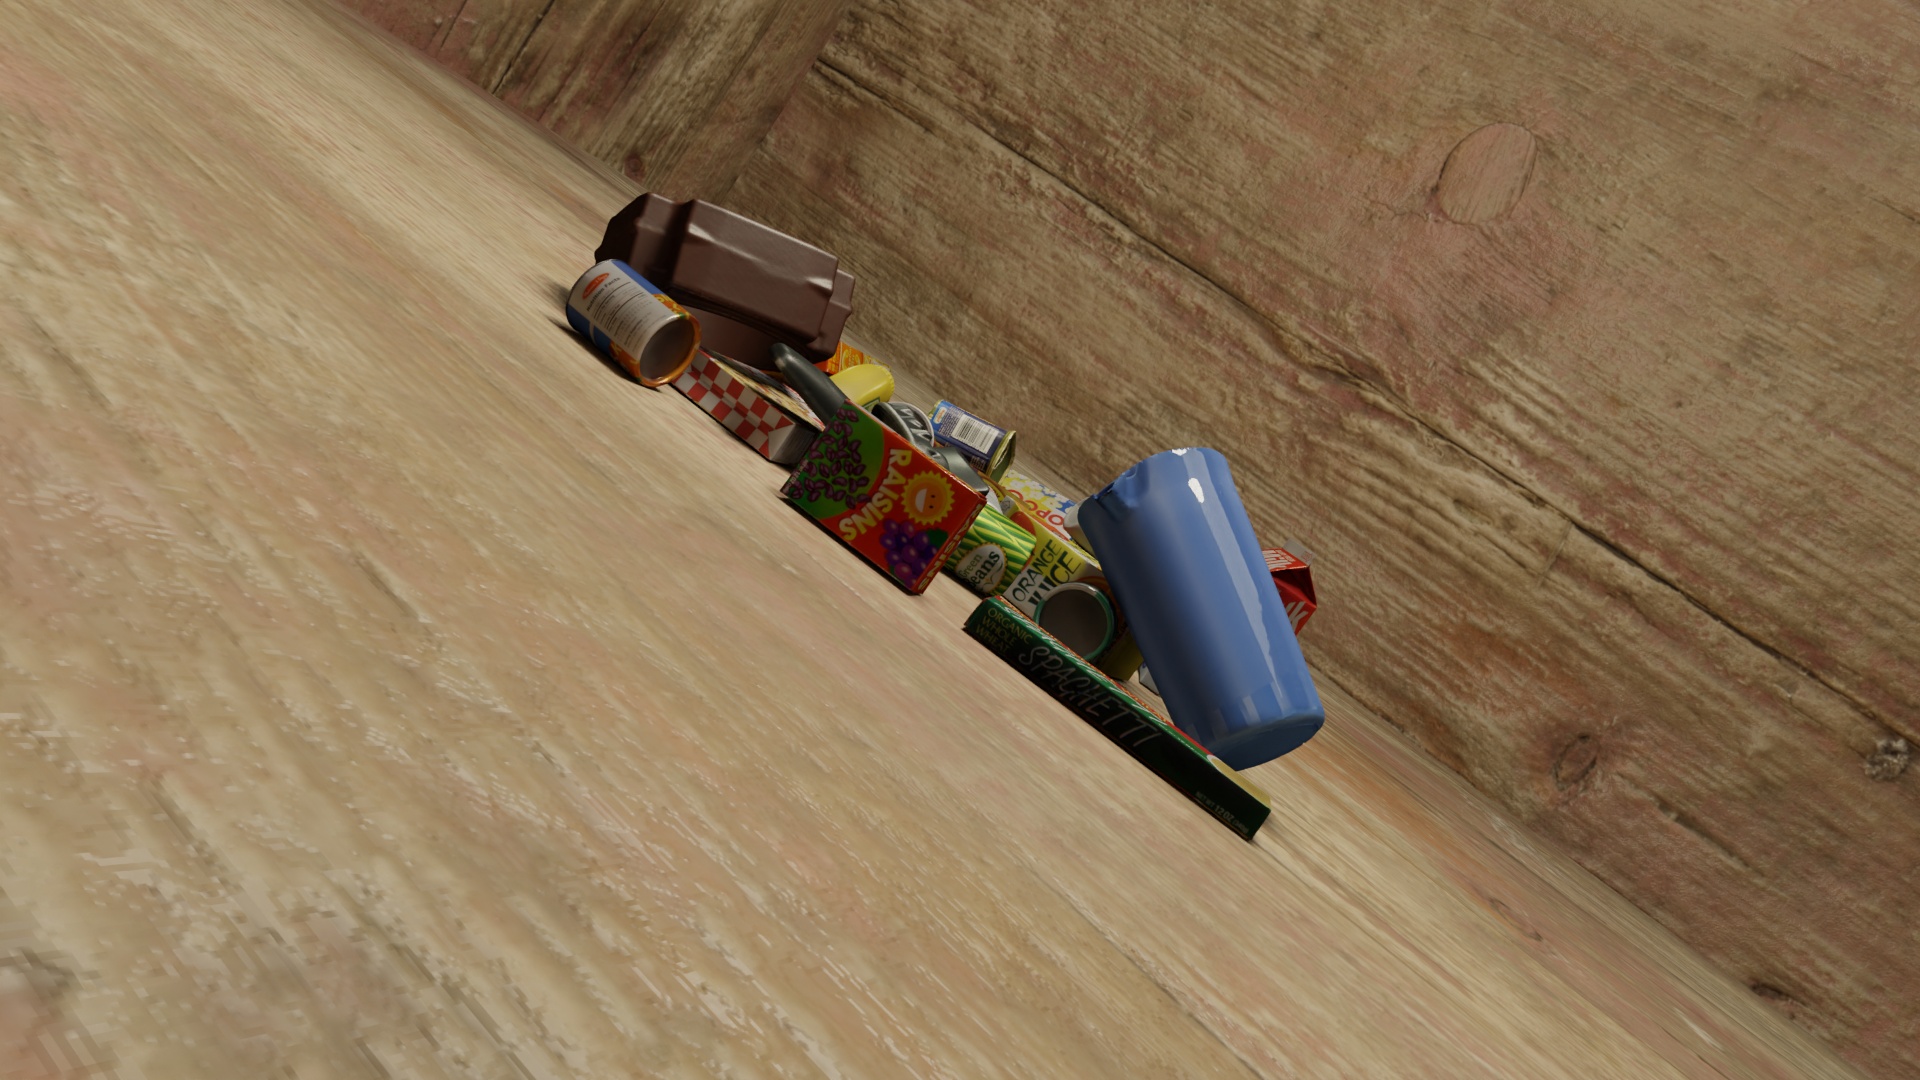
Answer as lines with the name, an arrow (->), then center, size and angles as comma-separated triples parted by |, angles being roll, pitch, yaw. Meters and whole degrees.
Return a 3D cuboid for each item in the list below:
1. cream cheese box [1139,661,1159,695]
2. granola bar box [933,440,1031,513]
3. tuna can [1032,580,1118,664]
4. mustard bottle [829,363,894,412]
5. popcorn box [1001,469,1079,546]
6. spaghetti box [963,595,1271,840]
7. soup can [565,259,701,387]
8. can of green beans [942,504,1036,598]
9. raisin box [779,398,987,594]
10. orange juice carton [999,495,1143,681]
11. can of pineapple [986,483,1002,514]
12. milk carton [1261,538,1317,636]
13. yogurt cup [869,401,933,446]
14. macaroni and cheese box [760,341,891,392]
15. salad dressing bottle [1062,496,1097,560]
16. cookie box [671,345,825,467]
cream cheese box -> 0.196, 0.113, 1.332 | 0.024, 0.053, 0.104 | 35, 7, 3
granola bar box -> -0.025, -0.057, 1.351 | 0.165, 0.039, 0.124 | 34, -12, -12
tuna can -> 0.093, 0.069, 1.119 | 0.071, 0.071, 0.033 | 36, 8, 10
mustard bottle -> -0.103, -0.139, 1.353 | 0.049, 0.065, 0.161 | 40, 36, 5
popcorn box -> 0.066, -0.024, 1.467 | 0.127, 0.038, 0.085 | 29, 42, 18
spaghetti box -> 0.111, 0.122, 0.988 | 0.250, 0.028, 0.050 | 36, 6, 9
soup can -> -0.250, -0.166, 1.071 | 0.084, 0.071, 0.071 | 38, 8, 22
can of green beans -> 0.023, 0.009, 1.174 | 0.058, 0.071, 0.071 | 35, 7, -6
raisin box -> -0.055, -0.031, 1.001 | 0.123, 0.086, 0.040 | 36, 2, 11
orange juice carton -> 0.088, 0.039, 1.252 | 0.193, 0.071, 0.073 | 39, 7, 28
can of pineapple -> 0.004, -0.016, 1.237 | 0.071, 0.071, 0.058 | 33, 15, -17
milk carton -> 0.291, 0.083, 1.411 | 0.073, 0.190, 0.072 | 33, 7, -16
yogurt cup -> -0.055, -0.085, 1.241 | 0.072, 0.072, 0.054 | 36, -4, 10
macaroni and cheese box -> -0.160, -0.179, 1.438 | 0.124, 0.040, 0.166 | 3, -3, 18
salad dressing bottle -> 0.158, 0.023, 1.324 | 0.147, 0.044, 0.064 | 48, 12, -20
cookie box -> -0.163, -0.109, 1.197 | 0.123, 0.040, 0.167 | 37, 7, 15
